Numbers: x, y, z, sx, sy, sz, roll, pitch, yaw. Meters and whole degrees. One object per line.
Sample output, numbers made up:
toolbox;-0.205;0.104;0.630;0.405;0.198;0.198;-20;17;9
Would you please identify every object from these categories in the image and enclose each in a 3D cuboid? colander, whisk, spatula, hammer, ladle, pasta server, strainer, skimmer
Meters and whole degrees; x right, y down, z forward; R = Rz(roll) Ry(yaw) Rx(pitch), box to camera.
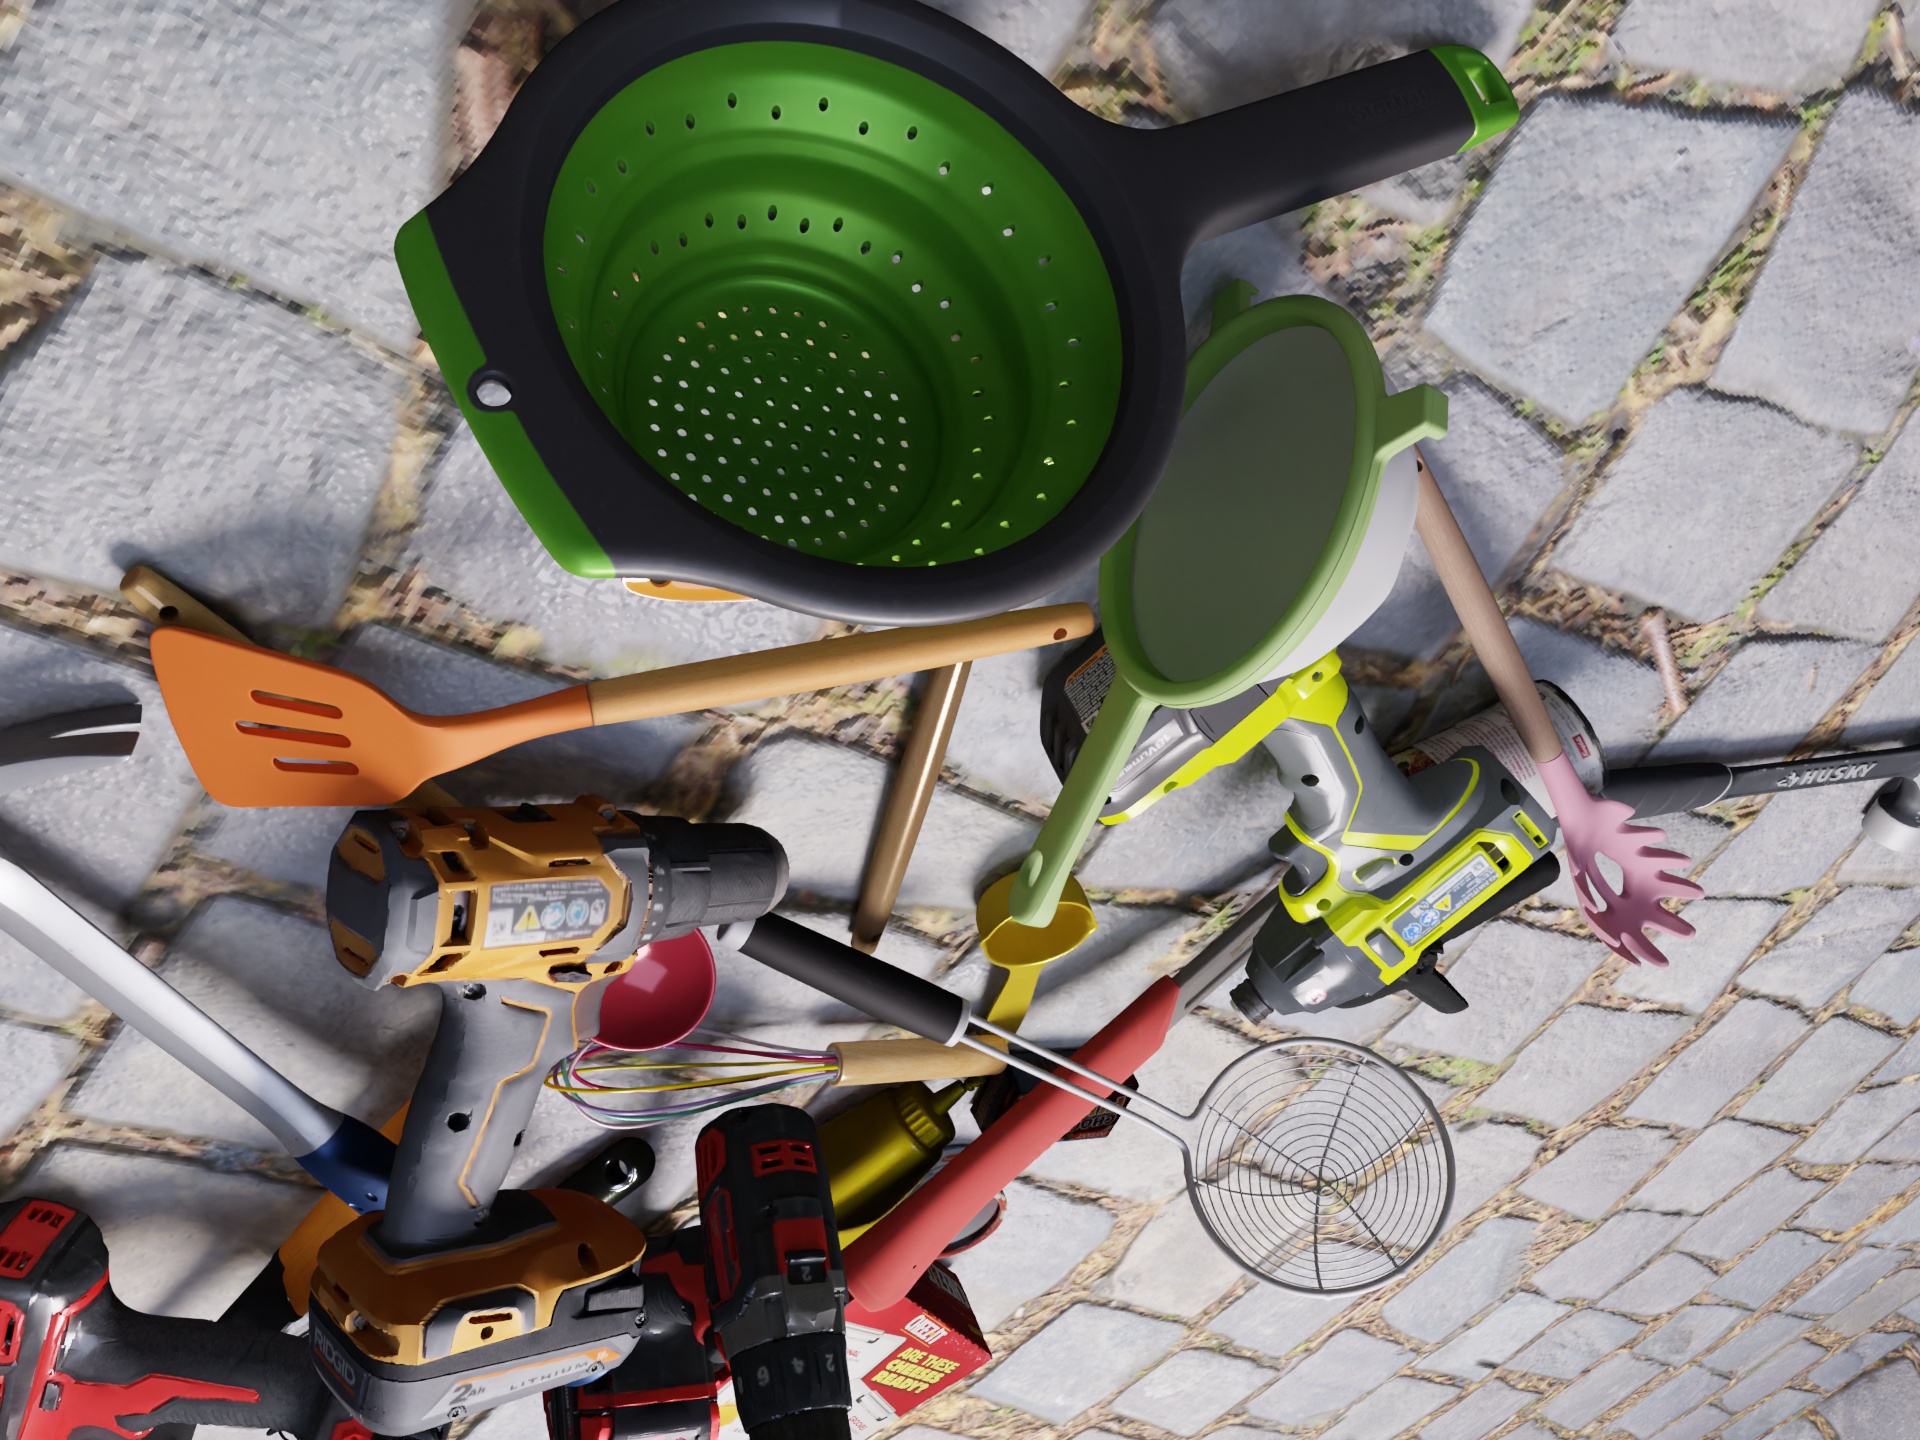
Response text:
colander;0.023;-0.142;0.515;0.397;0.204;0.094;-26;173;-26
whisk;-0.254;0.289;0.808;0.246;0.058;0.059;-37;170;4
spatula;-0.108;-0.016;0.563;0.322;0.041;0.081;-10;133;-14
hammer;0.076;0.171;0.828;0.359;0.037;0.149;-40;137;-4
hammer;-0.287;0.248;0.732;0.127;0.034;0.337;39;104;-16
ladle;-0.198;0.043;0.620;0.069;0.031;0.315;-43;134;-6
pasta server;0.270;-0.003;0.742;0.060;0.040;0.316;-42;117;-14
hammer;0.463;0.034;0.947;0.408;0.036;0.149;-4;130;-24
strainer;0.097;-0.025;0.589;0.069;0.152;0.256;15;112;-25
ladle;-0.001;-0.002;0.660;0.078;0.062;0.320;-13;138;-34
hammer;-0.259;0.157;0.636;0.144;0.035;0.405;-33;125;1
whisk;-0.084;0.168;0.783;0.244;0.051;0.047;4;149;-31
skimmer;0.062;0.159;0.741;0.363;0.127;0.090;27;152;-17

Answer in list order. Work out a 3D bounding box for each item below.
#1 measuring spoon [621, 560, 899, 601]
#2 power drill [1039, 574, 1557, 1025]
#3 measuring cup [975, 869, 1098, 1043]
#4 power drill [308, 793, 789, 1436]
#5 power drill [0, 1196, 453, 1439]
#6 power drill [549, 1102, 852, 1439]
measuring spoon;-0.071;-0.057;0.608;0.117;0.011;0.021;-3;131;-20
power drill;0.145;0.038;0.714;0.171;0.080;0.223;-41;120;11
measuring cup;0.026;0.125;0.818;0.062;0.029;0.156;-6;144;-17
power drill;-0.157;0.140;0.626;0.185;0.084;0.226;0;102;-45
power drill;-0.338;0.303;0.692;0.219;0.079;0.143;21;107;-9
power drill;-0.120;0.309;0.762;0.080;0.188;0.226;8;143;-33
